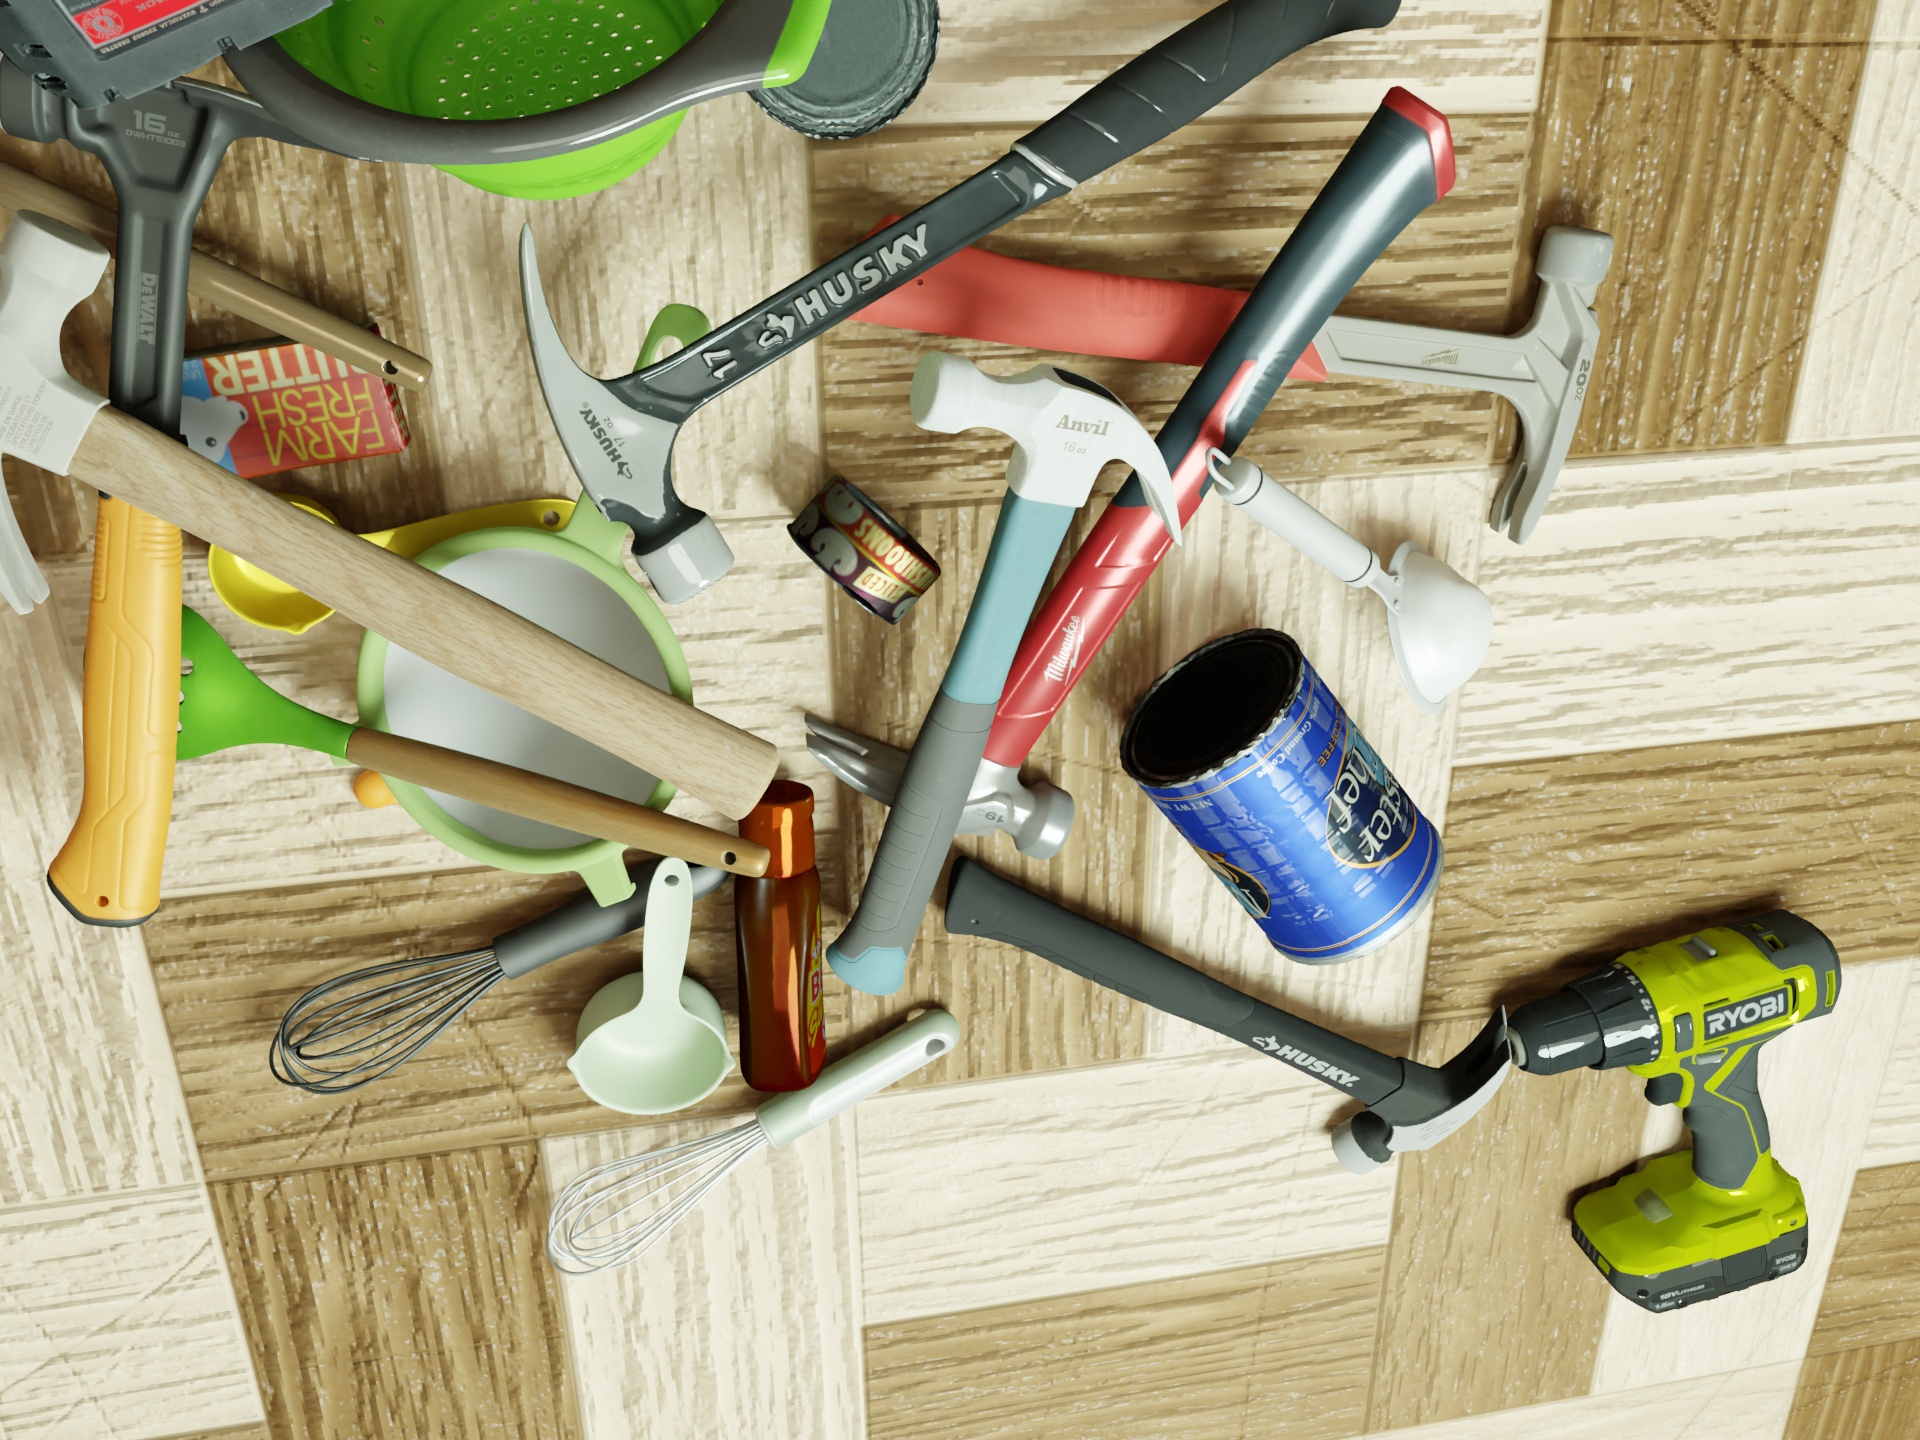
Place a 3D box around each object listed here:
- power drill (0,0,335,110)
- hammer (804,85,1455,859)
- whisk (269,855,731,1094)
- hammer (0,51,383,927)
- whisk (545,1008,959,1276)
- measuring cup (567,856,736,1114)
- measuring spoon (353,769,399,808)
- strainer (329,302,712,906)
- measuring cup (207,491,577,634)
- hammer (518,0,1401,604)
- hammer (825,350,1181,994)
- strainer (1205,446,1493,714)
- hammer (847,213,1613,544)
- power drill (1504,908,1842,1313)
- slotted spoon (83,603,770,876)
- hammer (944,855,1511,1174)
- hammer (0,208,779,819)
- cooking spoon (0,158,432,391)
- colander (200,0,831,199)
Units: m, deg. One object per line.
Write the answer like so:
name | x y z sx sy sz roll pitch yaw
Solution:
power drill | -0.260 -0.323 0.494 0.188 0.080 0.227 -28 73 -7
hammer | 0.075 -0.105 0.707 0.143 0.038 0.386 23 116 -21
whisk | -0.220 0.117 0.772 0.239 0.055 0.055 -25 117 -5
hammer | -0.311 -0.074 0.620 0.127 0.034 0.336 10 106 -10
whisk | -0.109 0.220 0.842 0.246 0.059 0.057 -29 129 -4
measuring cup | -0.148 0.123 0.779 0.083 0.038 0.167 3 123 -14
measuring spoon | -0.227 0.041 0.754 0.117 0.011 0.021 10 111 -16
strainer | -0.159 -0.059 0.690 0.151 0.069 0.256 27 104 2
measuring cup | -0.244 -0.080 0.695 0.156 0.029 0.062 -13 116 -20
hammer | 0.014 -0.217 0.638 0.409 0.036 0.149 -34 109 -9
hammer | -0.001 -0.002 0.710 0.128 0.033 0.330 4 125 -24
strainer | 0.189 -0.067 0.732 0.258 0.050 0.087 24 64 -42
hammer | 0.121 -0.168 0.724 0.359 0.037 0.149 3 113 -14
power drill | 0.421 0.234 0.948 0.190 0.080 0.228 -15 113 -6
slotted spoon | -0.230 0.015 0.668 0.314 0.031 0.070 16 103 4
hammer | 0.138 0.150 0.851 0.334 0.035 0.146 26 133 -17
hammer | -0.221 -0.047 0.608 0.331 0.031 0.130 29 101 -18
cooking spoon | -0.356 -0.200 0.602 0.318 0.017 0.068 24 106 -14
colander | -0.236 -0.271 0.570 0.397 0.094 0.205 10 71 2
